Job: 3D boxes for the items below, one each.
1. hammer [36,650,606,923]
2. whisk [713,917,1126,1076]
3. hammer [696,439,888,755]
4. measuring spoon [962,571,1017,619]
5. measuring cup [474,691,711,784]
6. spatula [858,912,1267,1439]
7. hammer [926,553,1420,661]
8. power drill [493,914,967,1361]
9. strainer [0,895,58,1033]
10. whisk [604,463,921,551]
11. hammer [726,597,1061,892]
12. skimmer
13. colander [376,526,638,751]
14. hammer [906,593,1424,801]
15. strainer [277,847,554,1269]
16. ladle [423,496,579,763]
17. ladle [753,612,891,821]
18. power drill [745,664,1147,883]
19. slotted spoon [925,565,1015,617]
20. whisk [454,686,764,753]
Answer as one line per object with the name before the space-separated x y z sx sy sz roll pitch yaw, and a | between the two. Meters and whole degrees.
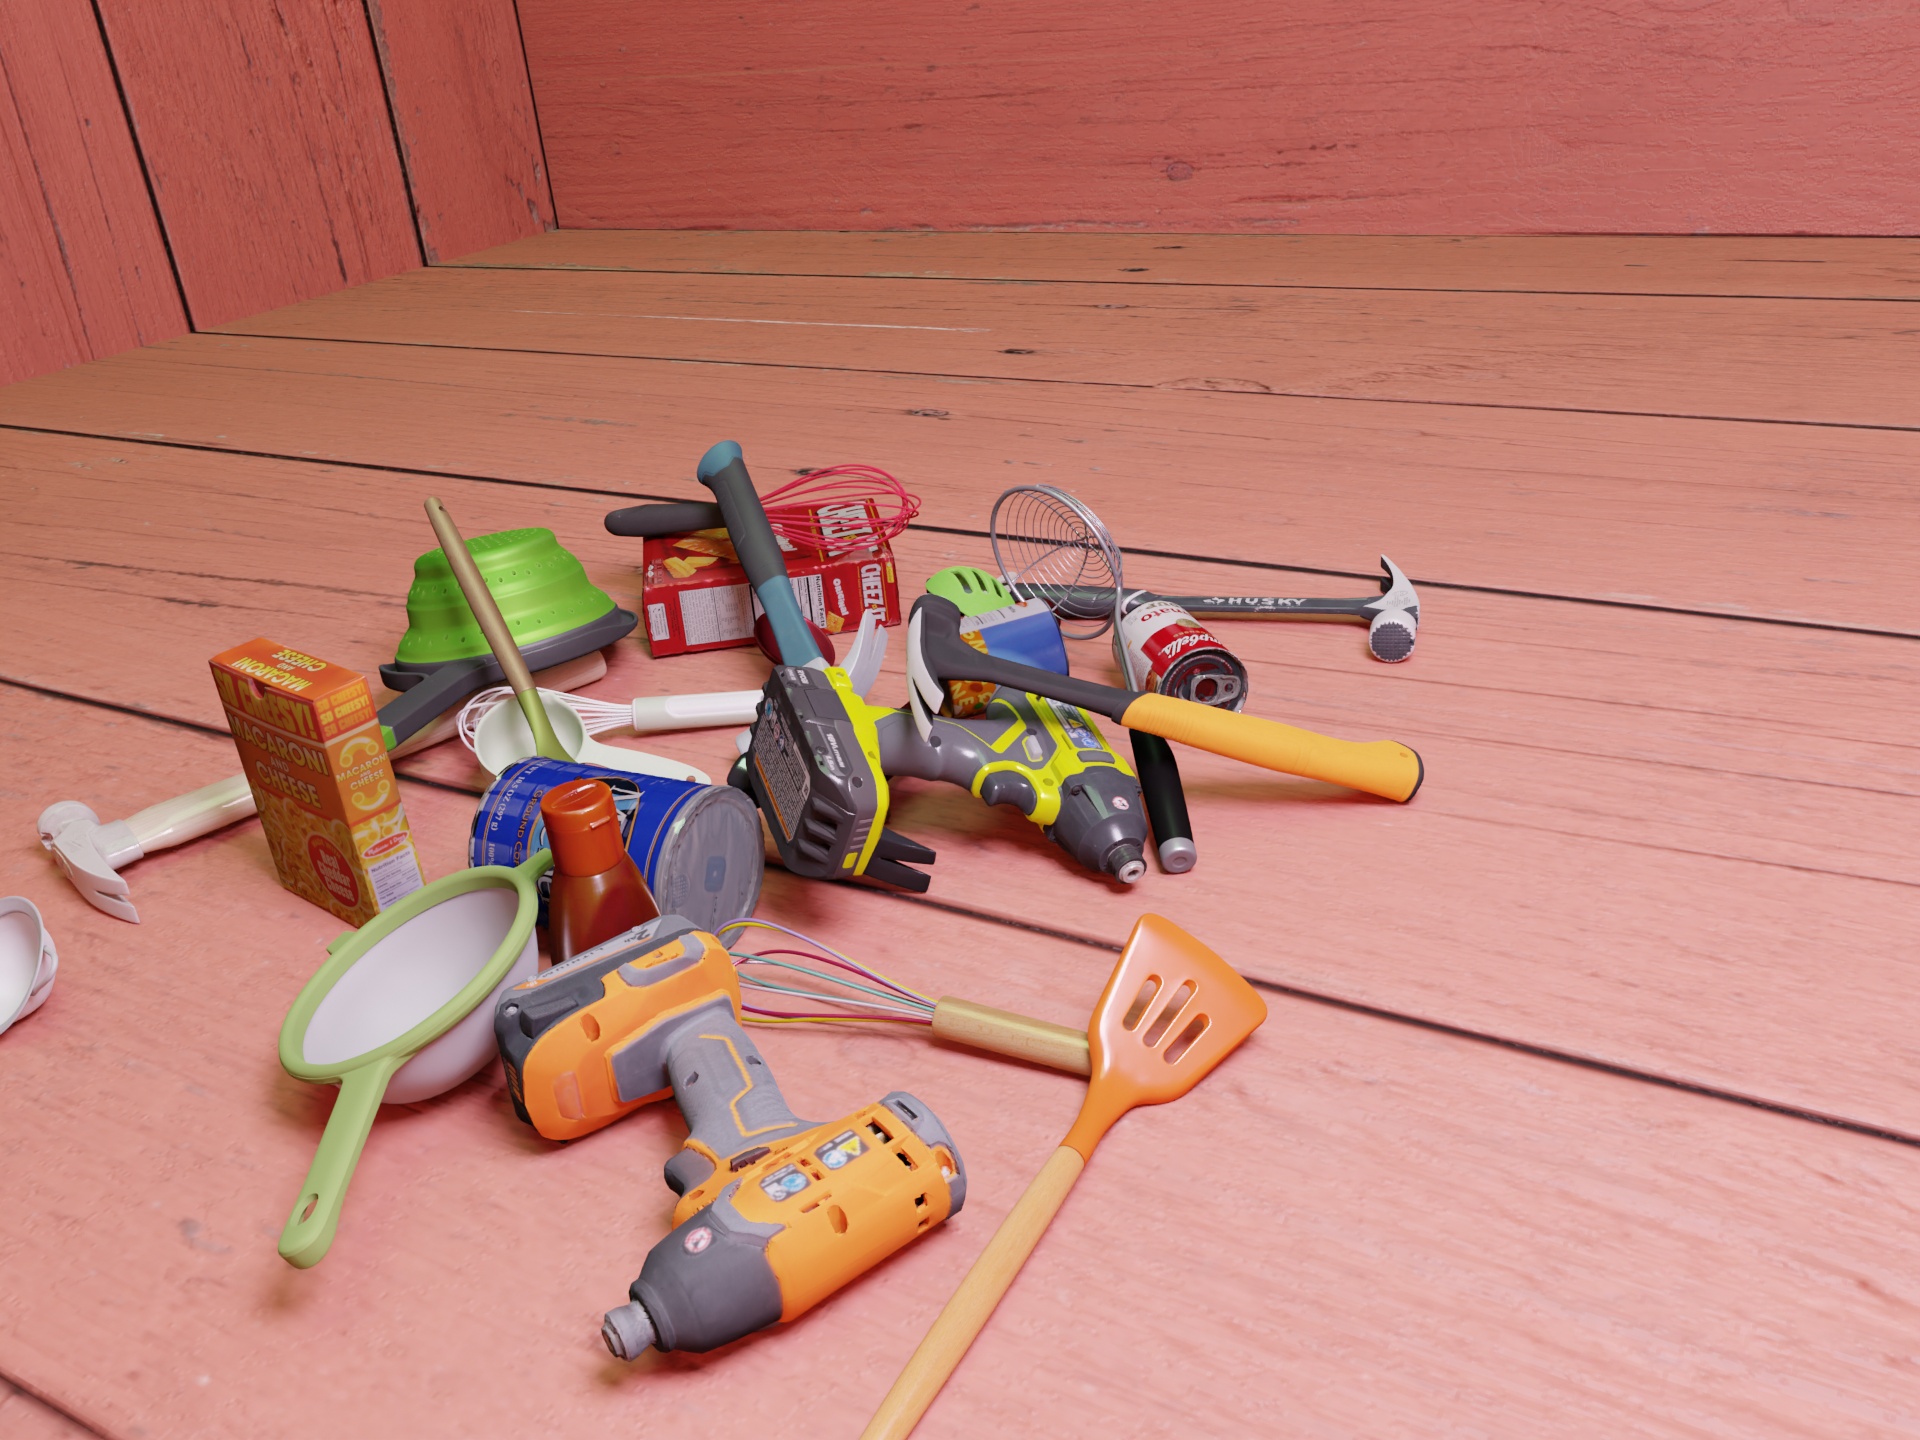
hammer | -0.438 0.027 1.167 0.410 0.038 0.146 -26 35 -36
whisk | -0.031 0.154 0.837 0.245 0.051 0.047 10 51 21
hammer | -0.148 -0.109 1.219 0.128 0.033 0.331 -32 48 6
measuring spoon | 0.015 -0.079 1.283 0.034 0.018 0.124 12 45 30
measuring cup | -0.258 0.033 1.123 0.167 0.038 0.083 14 53 -1
spatula | 0.041 0.206 0.705 0.081 0.041 0.323 39 42 7
hammer | 0.164 -0.099 1.302 0.409 0.036 0.149 3 27 17
power drill | -0.128 0.190 0.733 0.164 0.084 0.227 -24 36 -32
strainer | -0.622 0.150 0.953 0.258 0.050 0.087 -2 70 18
whisk | -0.171 -0.174 1.337 0.296 0.073 0.073 0 26 21
hammer | -0.002 -0.004 1.124 0.143 0.038 0.386 24 32 16
skimmer | 0.085 -0.032 1.088 0.090 0.127 0.364 -5 42 -3
colander | -0.376 -0.072 1.187 0.204 0.094 0.397 -8 17 9
hammer | 0.130 0.002 0.975 0.336 0.034 0.127 14 31 -11
strainer | -0.273 0.178 0.792 0.151 0.069 0.257 -22 30 12
ladle | -0.304 -0.046 1.101 0.078 0.062 0.320 4 47 -53
ladle | -0.098 -0.007 1.175 0.069 0.031 0.316 10 22 -24
power drill | -0.002 0.035 0.954 0.223 0.080 0.171 2 36 -27
slotted spoon | 0.049 -0.029 1.128 0.070 0.031 0.314 4 34 -28
whisk | -0.249 -0.004 1.183 0.246 0.059 0.058 -4 62 -6
